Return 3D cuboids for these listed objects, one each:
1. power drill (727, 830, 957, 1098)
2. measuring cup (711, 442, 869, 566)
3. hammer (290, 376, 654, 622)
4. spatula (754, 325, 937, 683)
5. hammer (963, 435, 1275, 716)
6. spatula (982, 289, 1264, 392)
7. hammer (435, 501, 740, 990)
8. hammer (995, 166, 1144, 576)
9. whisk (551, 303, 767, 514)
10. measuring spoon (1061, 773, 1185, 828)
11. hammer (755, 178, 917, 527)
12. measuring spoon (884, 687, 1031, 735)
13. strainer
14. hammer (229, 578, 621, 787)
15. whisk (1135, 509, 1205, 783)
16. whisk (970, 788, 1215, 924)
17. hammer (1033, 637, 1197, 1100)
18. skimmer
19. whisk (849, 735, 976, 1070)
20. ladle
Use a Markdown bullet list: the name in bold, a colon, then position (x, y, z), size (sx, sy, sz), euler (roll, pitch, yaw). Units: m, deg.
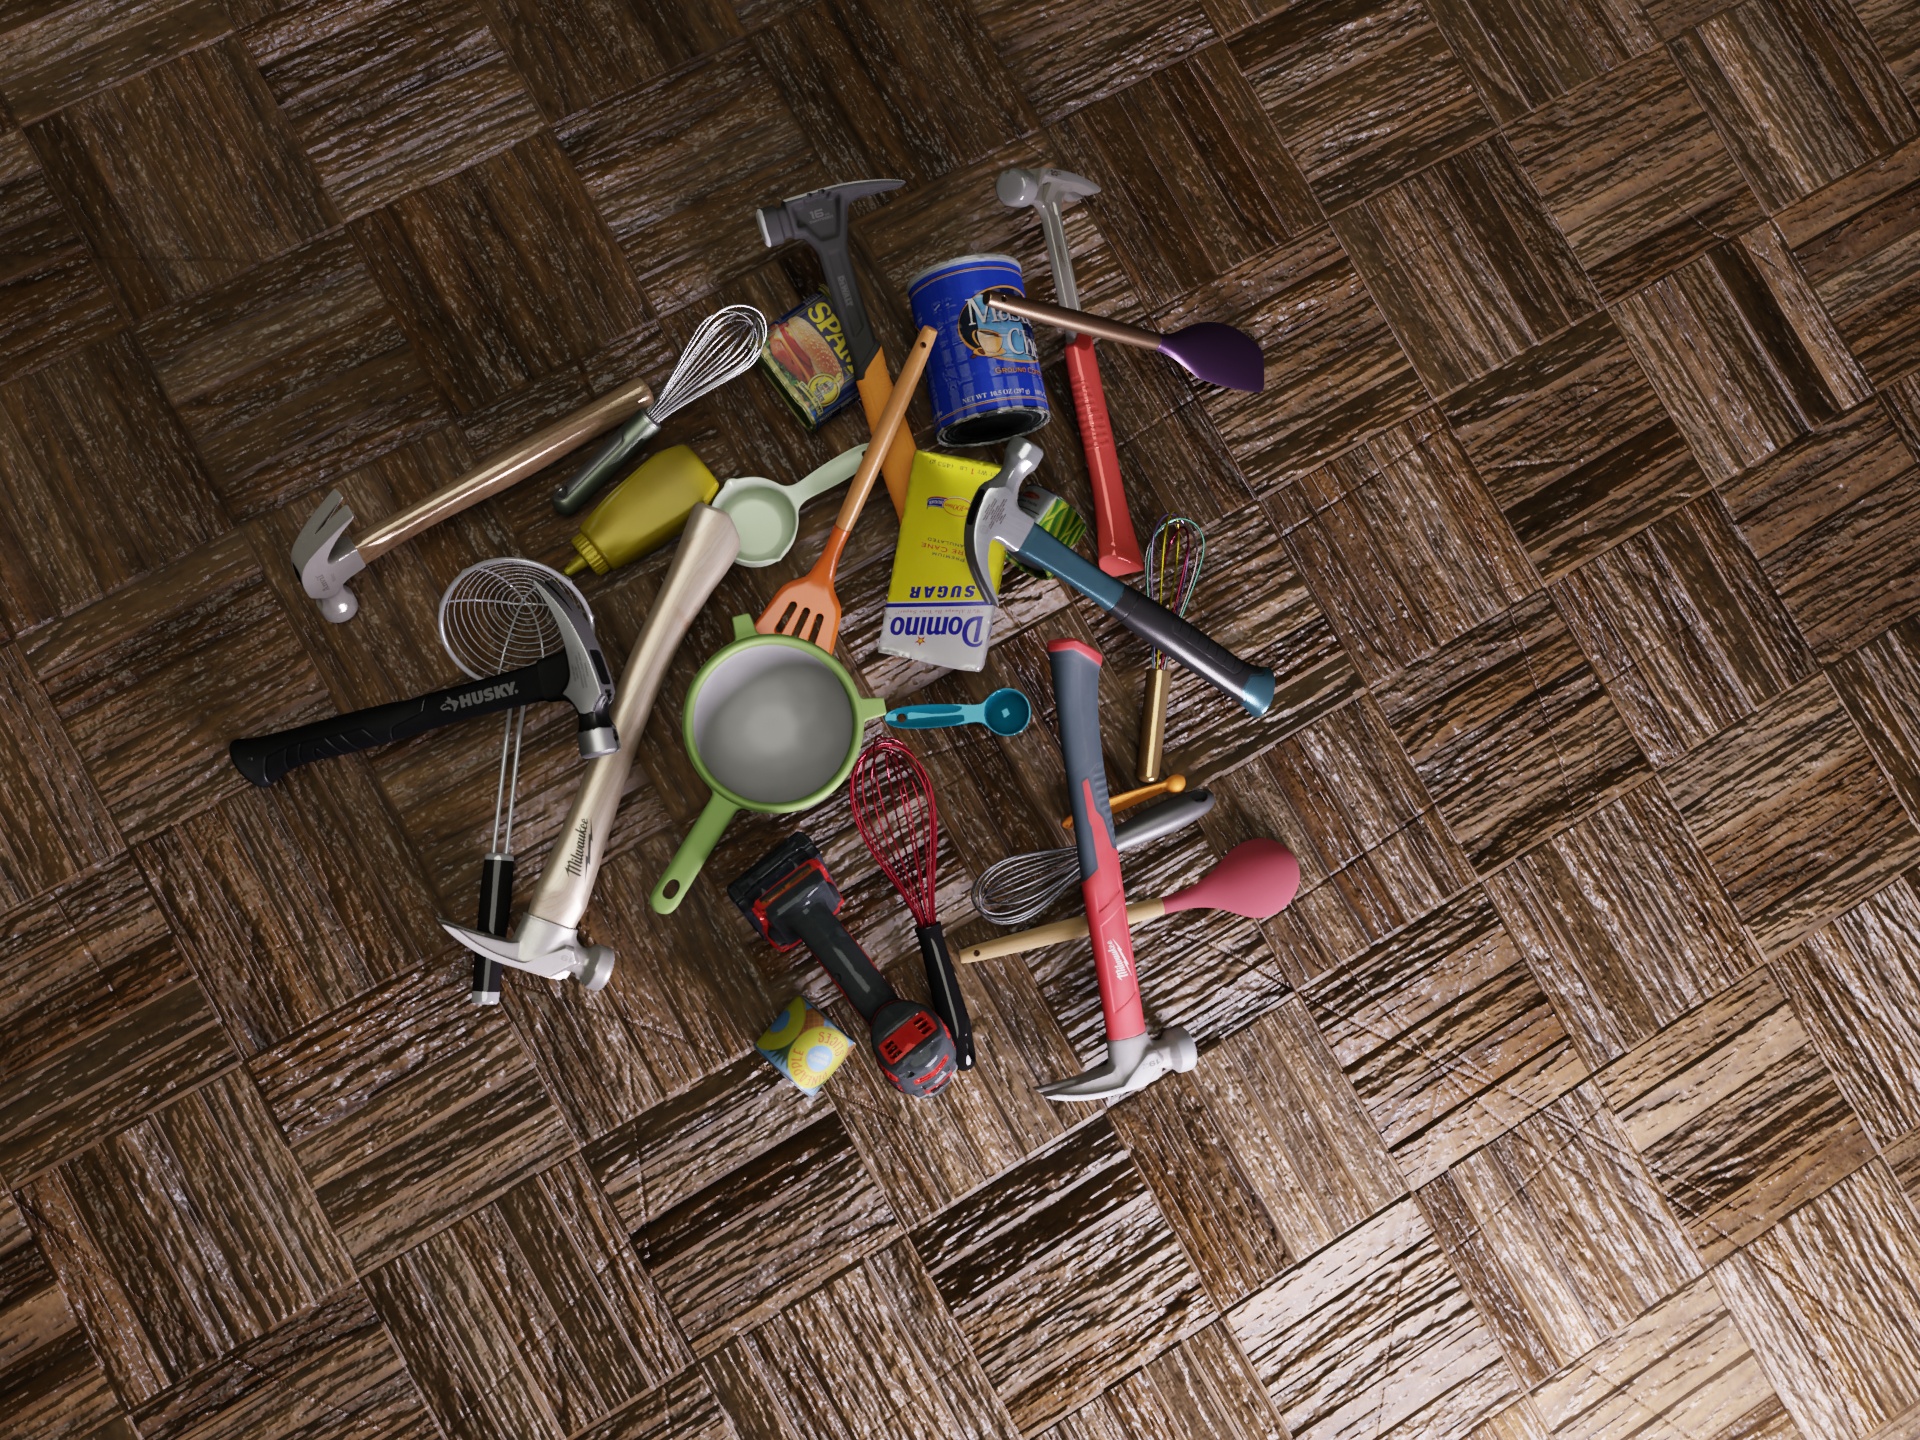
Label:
- **power drill**: position (-0.083, 0.214, 1.301), size (0.080, 0.187, 0.227), euler (-38, 70, -10)
- **measuring cup**: position (-0.142, -0.194, 1.393), size (0.167, 0.038, 0.083), euler (-33, 88, -11)
- **hammer**: position (-0.404, -0.201, 1.336), size (0.331, 0.130, 0.031), euler (-34, 73, -17)
- **spatula**: position (-0.091, -0.183, 1.350), size (0.081, 0.041, 0.322), euler (25, 111, -3)
- **hammer**: position (0.143, -0.099, 1.352), size (0.330, 0.033, 0.128), euler (31, 90, -22)
- **spatula**: position (0.151, -0.338, 1.386), size (0.315, 0.018, 0.060), euler (3, 82, -34)
- **hammer**: position (-0.289, 0.010, 1.313), size (0.146, 0.038, 0.411), euler (24, 84, -28)
- **hammer**: position (0.114, -0.307, 1.415), size (0.037, 0.149, 0.359), euler (-10, 95, 33)
- **whisk**: position (-0.260, -0.264, 1.358), size (0.246, 0.059, 0.058), euler (-42, 50, 8)
- **measuring spoon**: position (0.144, 0.074, 1.397), size (0.117, 0.021, 0.011), euler (-20, 45, -4)
- **hammer**: position (-0.065, -0.287, 1.362), size (0.127, 0.034, 0.336), euler (-19, 104, -8)
- **measuring spoon**: position (-0.002, -0.004, 1.400), size (0.128, 0.021, 0.042), euler (-3, 84, 2)
- **strainer**: position (-0.186, 0.049, 1.342), size (0.151, 0.069, 0.256), euler (32, 81, -6)
- **hammer**: position (-0.440, -0.010, 1.282), size (0.335, 0.035, 0.146), euler (-14, 88, 13)
- **whisk**: position (0.181, -0.066, 1.415), size (0.051, 0.047, 0.245), euler (7, 87, -7)
- **whisk**: position (0.118, 0.114, 1.382), size (0.239, 0.055, 0.055), euler (-24, 87, -13)
- **hammer**: position (0.103, 0.124, 1.335), size (0.143, 0.038, 0.386), euler (-11, 96, -18)
- **skimmer**: position (-0.378, 0.051, 1.309), size (0.127, 0.090, 0.363), euler (5, 83, -8)
- **whisk**: position (-0.034, 0.156, 1.352), size (0.073, 0.073, 0.296), euler (-15, 92, -8)
- **ladle**: position (0.151, 0.167, 1.390), size (0.315, 0.031, 0.069), euler (-14, 85, -6)
